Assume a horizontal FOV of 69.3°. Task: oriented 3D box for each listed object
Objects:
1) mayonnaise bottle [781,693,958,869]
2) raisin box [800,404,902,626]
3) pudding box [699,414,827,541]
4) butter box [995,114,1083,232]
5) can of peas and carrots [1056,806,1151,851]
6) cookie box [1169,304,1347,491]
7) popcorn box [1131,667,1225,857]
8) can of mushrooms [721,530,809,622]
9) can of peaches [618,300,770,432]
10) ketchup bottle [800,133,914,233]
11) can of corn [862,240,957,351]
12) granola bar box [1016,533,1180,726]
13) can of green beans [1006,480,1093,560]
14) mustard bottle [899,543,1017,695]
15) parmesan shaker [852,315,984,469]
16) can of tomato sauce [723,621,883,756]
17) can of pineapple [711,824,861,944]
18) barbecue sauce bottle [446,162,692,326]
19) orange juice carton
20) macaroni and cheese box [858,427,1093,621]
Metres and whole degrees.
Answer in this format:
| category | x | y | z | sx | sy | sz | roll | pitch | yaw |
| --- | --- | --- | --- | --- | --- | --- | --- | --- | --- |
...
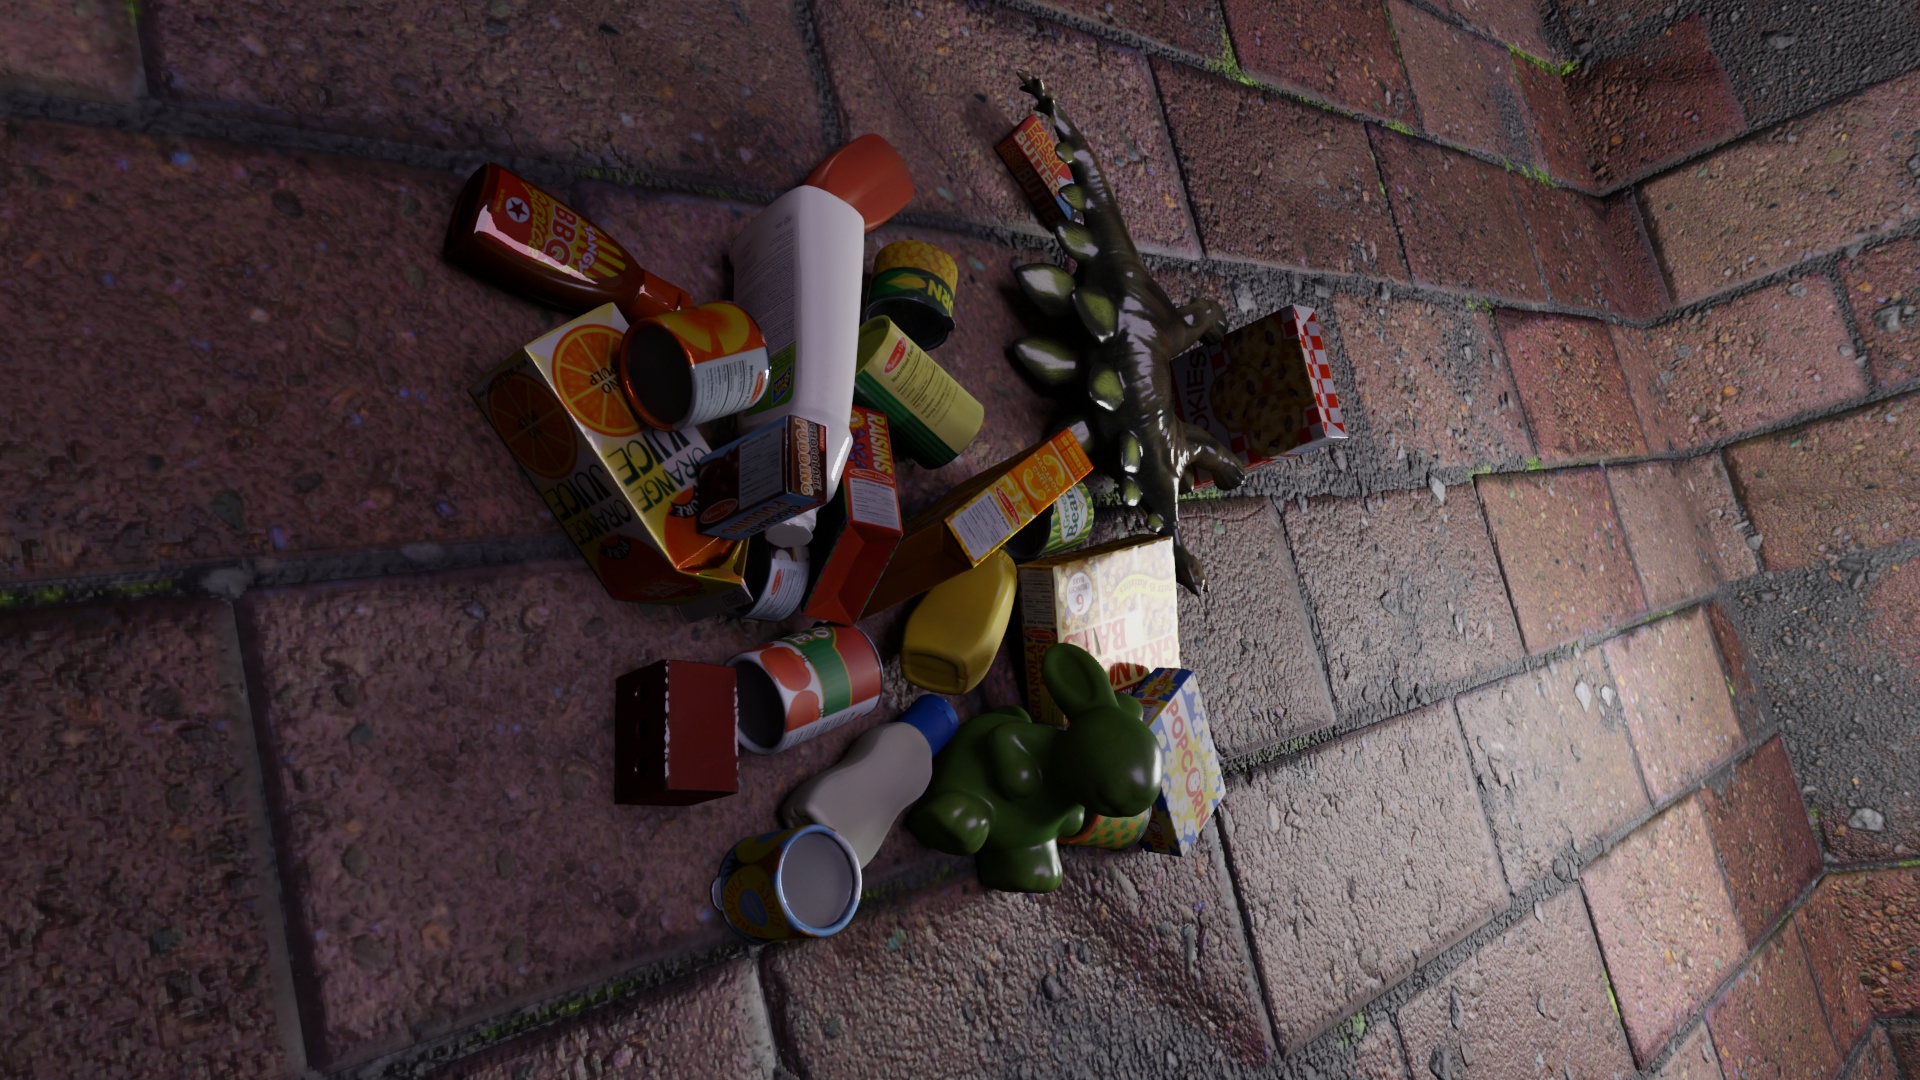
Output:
| category | x | y | z | sx | sy | sz | roll | pitch | yaw |
| --- | --- | --- | --- | --- | --- | --- | --- | --- | --- |
| mayonnaise bottle | -0.054 | 0.156 | 0.919 | 0.149 | 0.041 | 0.064 | -42 | 107 | -48 |
| raisin box | -0.074 | -0.019 | 0.901 | 0.040 | 0.085 | 0.124 | 13 | 38 | -20 |
| pudding box | -0.114 | -0.035 | 0.793 | 0.030 | 0.083 | 0.050 | 16 | 62 | -44 |
| butter box | 0.078 | -0.333 | 1.267 | 0.103 | 0.024 | 0.053 | 52 | 44 | -18 |
| can of peas and carrots | 0.101 | 0.196 | 1.040 | 0.059 | 0.070 | 0.071 | 17 | 62 | -40 |
| cookie box | 0.258 | -0.125 | 1.264 | 0.040 | 0.167 | 0.123 | -1 | 75 | -43 |
| popcorn box | 0.166 | 0.176 | 1.111 | 0.085 | 0.038 | 0.126 | -43 | 124 | -43 |
| can of mushrooms | -0.128 | 0.017 | 0.880 | 0.033 | 0.071 | 0.071 | 11 | 66 | -43 |
| can of peaches | -0.154 | -0.101 | 0.794 | 0.058 | 0.071 | 0.071 | -26 | 94 | -47 |
| ketchup bottle | -0.094 | -0.253 | 1.041 | 0.064 | 0.043 | 0.149 | 55 | 44 | -13 |
| can of corn | -0.035 | -0.186 | 1.055 | 0.071 | 0.071 | 0.058 | 31 | 53 | -35 |
| granola bar box | 0.113 | 0.067 | 1.106 | 0.166 | 0.039 | 0.124 | -12 | 100 | -48 |
| can of green beans | 0.062 | -0.021 | 1.092 | 0.058 | 0.071 | 0.071 | -12 | 83 | -48 |
| mustard bottle | 0.009 | 0.047 | 1.011 | 0.161 | 0.065 | 0.048 | -56 | 155 | -50 |
| parmesan shaker | -0.042 | -0.105 | 1.020 | 0.103 | 0.071 | 0.072 | 41 | 49 | -28 |
| can of tomato sauce | -0.102 | 0.090 | 0.876 | 0.083 | 0.071 | 0.071 | -18 | 87 | -48 |
| can of pineapple | -0.103 | 0.207 | 0.832 | 0.071 | 0.057 | 0.071 | 20 | 61 | -40 |
| barbecue sauce bottle | -0.237 | -0.170 | 0.859 | 0.148 | 0.043 | 0.065 | 26 | 55 | -37 |
| orange juice carton | -0.195 | -0.035 | 0.826 | 0.192 | 0.071 | 0.073 | 58 | 43 | -11 |
| macaroni and cheese box | 0.004 | -0.012 | 0.983 | 0.167 | 0.123 | 0.040 | -38 | 99 | -47 |
